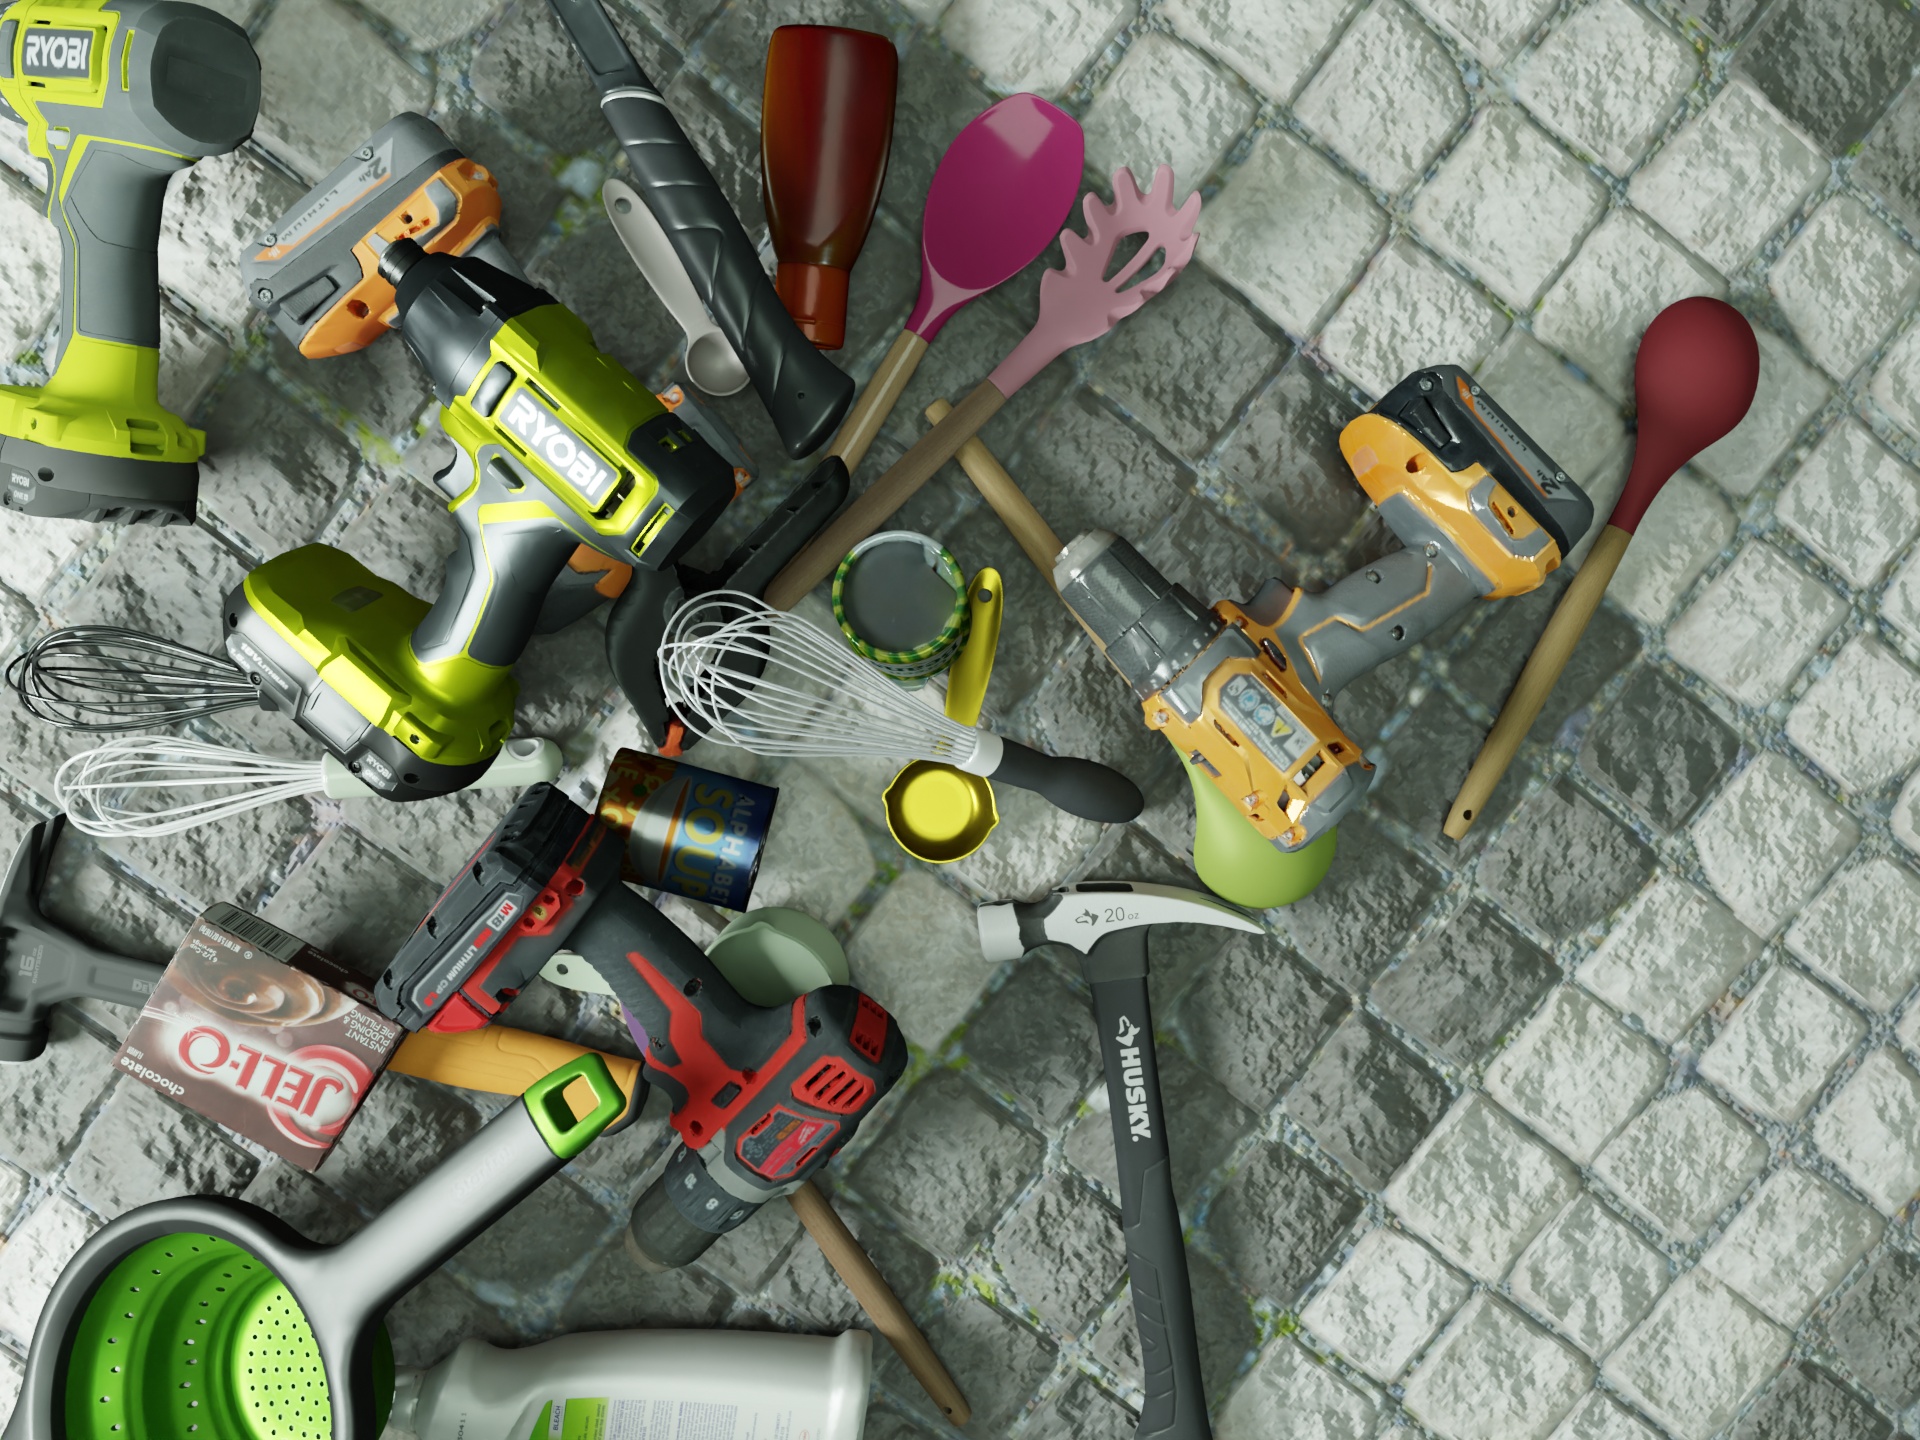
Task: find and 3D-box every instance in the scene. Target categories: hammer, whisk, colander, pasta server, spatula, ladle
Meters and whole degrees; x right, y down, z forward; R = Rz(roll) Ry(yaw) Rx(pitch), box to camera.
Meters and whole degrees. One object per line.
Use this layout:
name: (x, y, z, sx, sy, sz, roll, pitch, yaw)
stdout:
hammer: (-0.325, 0.148, 0.819, 0.337, 0.034, 0.127, 15, 96, -5)
whisk: (-0.326, 0.029, 0.803, 0.246, 0.058, 0.059, -4, 131, -6)
colander: (-0.292, 0.284, 0.774, 0.397, 0.094, 0.205, -40, 73, 12)
pasta server: (-0.003, -0.148, 0.786, 0.316, 0.040, 0.060, -43, 75, 3)
whisk: (-0.017, 0.005, 0.768, 0.284, 0.070, 0.070, 19, 96, -33)
spatula: (-0.083, 0.256, 0.843, 0.060, 0.018, 0.315, -26, 104, 28)
hammer: (-0.170, -0.307, 0.753, 0.149, 0.036, 0.409, -30, 91, 2)
whisk: (-0.346, -0.015, 0.793, 0.239, 0.055, 0.055, 4, 96, -8)
ladle: (0.084, -0.035, 0.827, 0.078, 0.062, 0.320, -37, 91, 4)
ladle: (0.334, -0.078, 0.841, 0.069, 0.031, 0.315, 26, 96, -6)
hammer: (0.105, 0.248, 0.854, 0.146, 0.035, 0.334, -8, 98, 3)

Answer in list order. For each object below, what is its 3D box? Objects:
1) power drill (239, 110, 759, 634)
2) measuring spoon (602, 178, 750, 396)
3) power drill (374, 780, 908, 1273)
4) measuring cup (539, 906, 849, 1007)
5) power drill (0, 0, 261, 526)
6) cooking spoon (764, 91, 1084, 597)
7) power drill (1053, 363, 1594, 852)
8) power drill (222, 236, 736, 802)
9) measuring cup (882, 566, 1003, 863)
power drill: (-0.231, -0.153, 0.768, 0.164, 0.084, 0.226, -41, 101, 1)
measuring spoon: (-0.145, -0.217, 0.801, 0.034, 0.018, 0.124, -31, 91, -13)
power drill: (-0.163, 0.159, 0.768, 0.226, 0.080, 0.188, 38, 110, -13)
measuring cup: (-0.138, 0.130, 0.832, 0.167, 0.038, 0.083, 4, 112, 13)
power drill: (-0.409, -0.215, 0.728, 0.191, 0.080, 0.228, 17, 101, 30)
cooking spoon: (-0.036, -0.173, 0.808, 0.069, 0.017, 0.319, 32, 93, 0)
power drill: (0.173, -0.074, 0.783, 0.226, 0.084, 0.185, -44, 89, -9)
power drill: (-0.225, -0.085, 0.705, 0.171, 0.080, 0.223, 42, 117, -3)
measuring cup: (-0.001, -0.003, 0.832, 0.062, 0.029, 0.156, 13, 84, -6)
